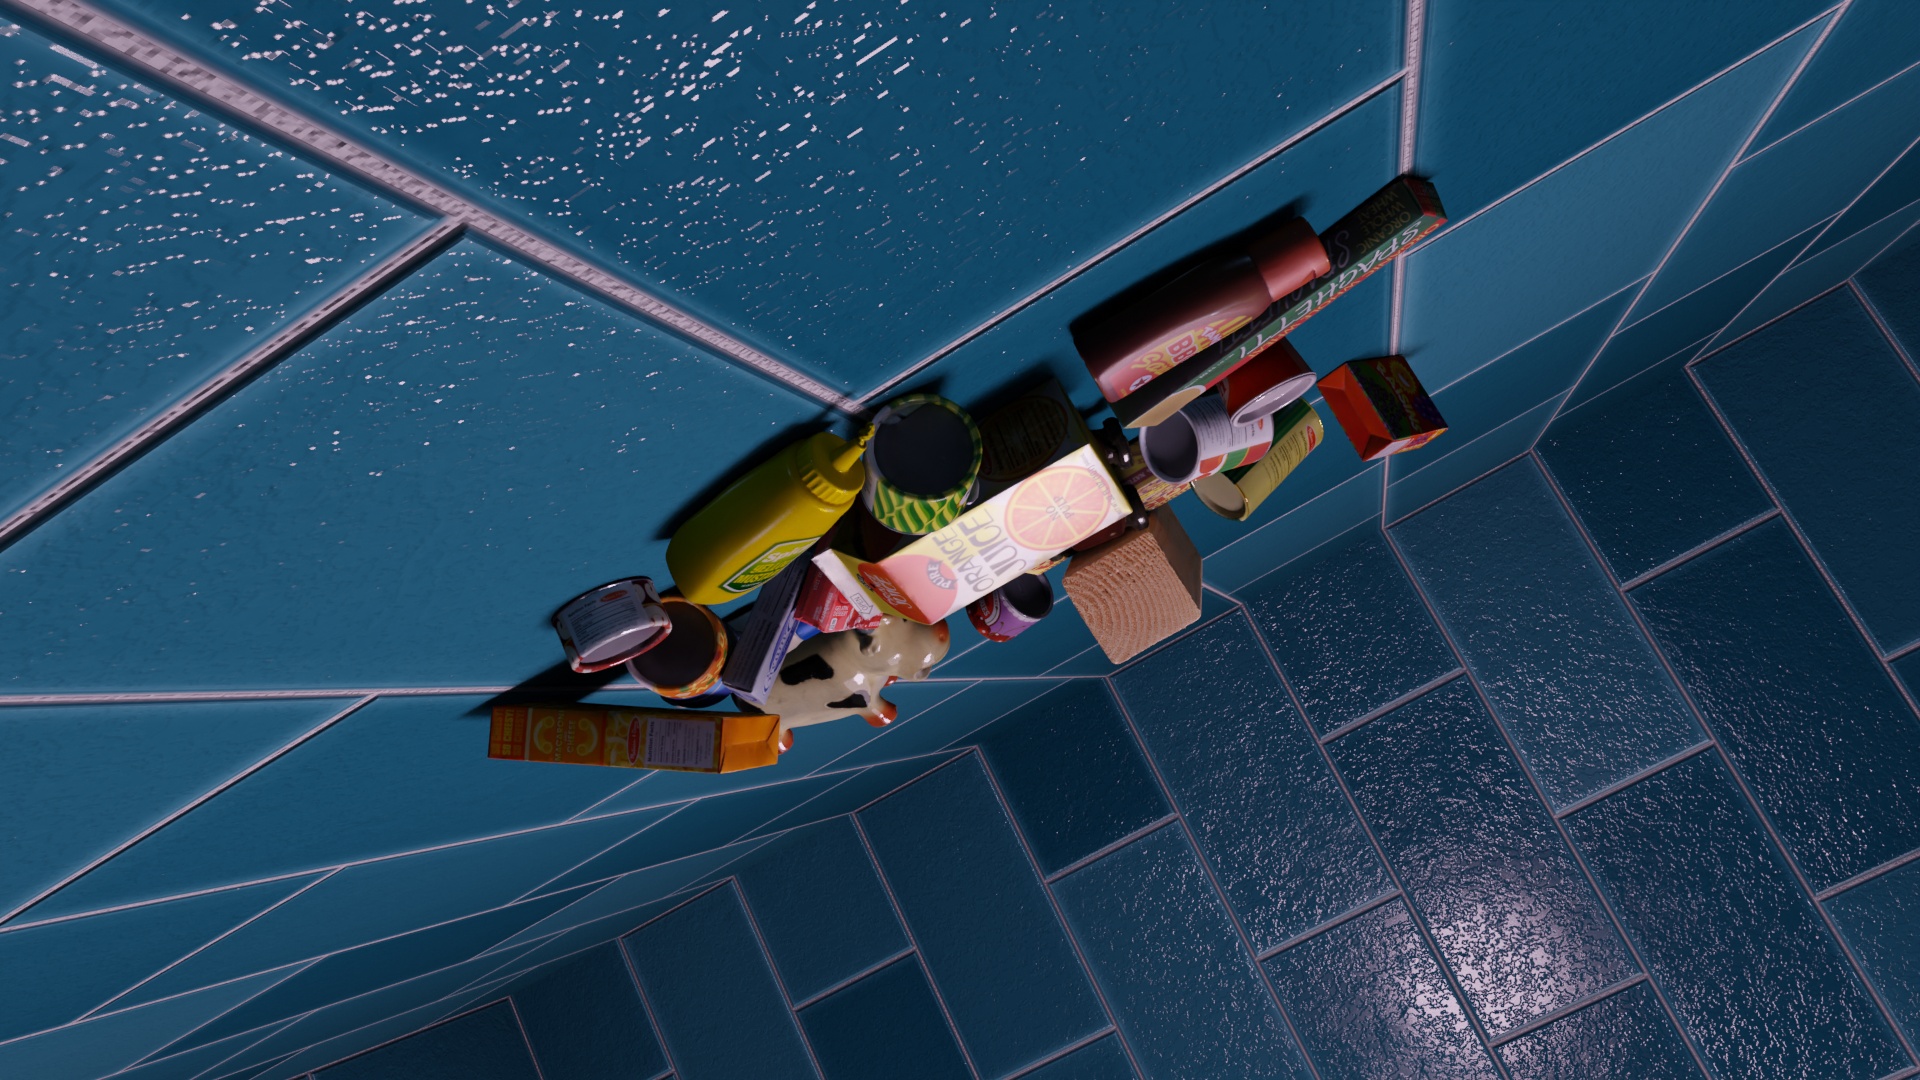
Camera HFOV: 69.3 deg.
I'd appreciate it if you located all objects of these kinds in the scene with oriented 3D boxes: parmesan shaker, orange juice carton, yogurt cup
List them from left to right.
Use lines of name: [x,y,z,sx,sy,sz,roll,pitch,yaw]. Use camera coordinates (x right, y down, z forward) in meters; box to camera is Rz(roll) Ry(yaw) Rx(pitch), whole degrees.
orange juice carton: [0.003,-0.014,0.886,0.192,0.073,0.071,-30,133,10]
parmesan shaker: [0.244,-0.075,1.159,0.103,0.071,0.071,-42,173,-21]
yogurt cup: [0.211,-0.121,0.990,0.072,0.054,0.072,-26,167,-6]

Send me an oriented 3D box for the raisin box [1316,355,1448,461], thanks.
raisin box: [0.392,-0.123,1.285,0.124,0.086,0.040,-13,159,-47]

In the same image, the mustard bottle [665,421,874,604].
mustard bottle: [-0.099,-0.018,0.772,0.159,0.049,0.065,-36,166,35]

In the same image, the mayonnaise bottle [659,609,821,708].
mayonnaise bottle: [-0.158,0.077,1.054,0.148,0.041,0.064,-28,166,6]

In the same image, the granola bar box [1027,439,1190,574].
granola bar box: [0.113,-0.029,1.195,0.165,0.039,0.124,-30,167,13]

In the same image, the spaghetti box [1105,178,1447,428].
spaghetti box: [0.203,-0.150,0.914,0.249,0.029,0.050,-36,166,35]

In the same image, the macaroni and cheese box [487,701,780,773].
macaroni and cheese box: [-0.227,0.138,0.984,0.166,0.040,0.123,2,174,11]

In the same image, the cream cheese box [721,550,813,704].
cream cheese box: [-0.127,0.057,0.941,0.053,0.024,0.104,81,30,-75]

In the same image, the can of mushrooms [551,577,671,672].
can of mushrooms: [-0.214,0.053,0.860,0.071,0.033,0.071,-27,167,-6]

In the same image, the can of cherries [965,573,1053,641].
can of cherries: [0.045,0.058,1.347,0.072,0.071,0.058,-14,163,-45]

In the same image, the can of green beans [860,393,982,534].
can of green beans: [-0.023,-0.043,0.790,0.071,0.071,0.057,-24,166,-14]

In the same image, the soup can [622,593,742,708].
soup can: [-0.182,0.074,0.933,0.071,0.071,0.083,-26,167,-5]

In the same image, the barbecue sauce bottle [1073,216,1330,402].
barbecue sauce bottle: [0.140,-0.136,0.808,0.148,0.044,0.065,-30,166,9]

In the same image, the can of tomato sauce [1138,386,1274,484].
can of tomato sauce: [0.188,-0.082,1.072,0.083,0.071,0.071,-17,164,-35]
